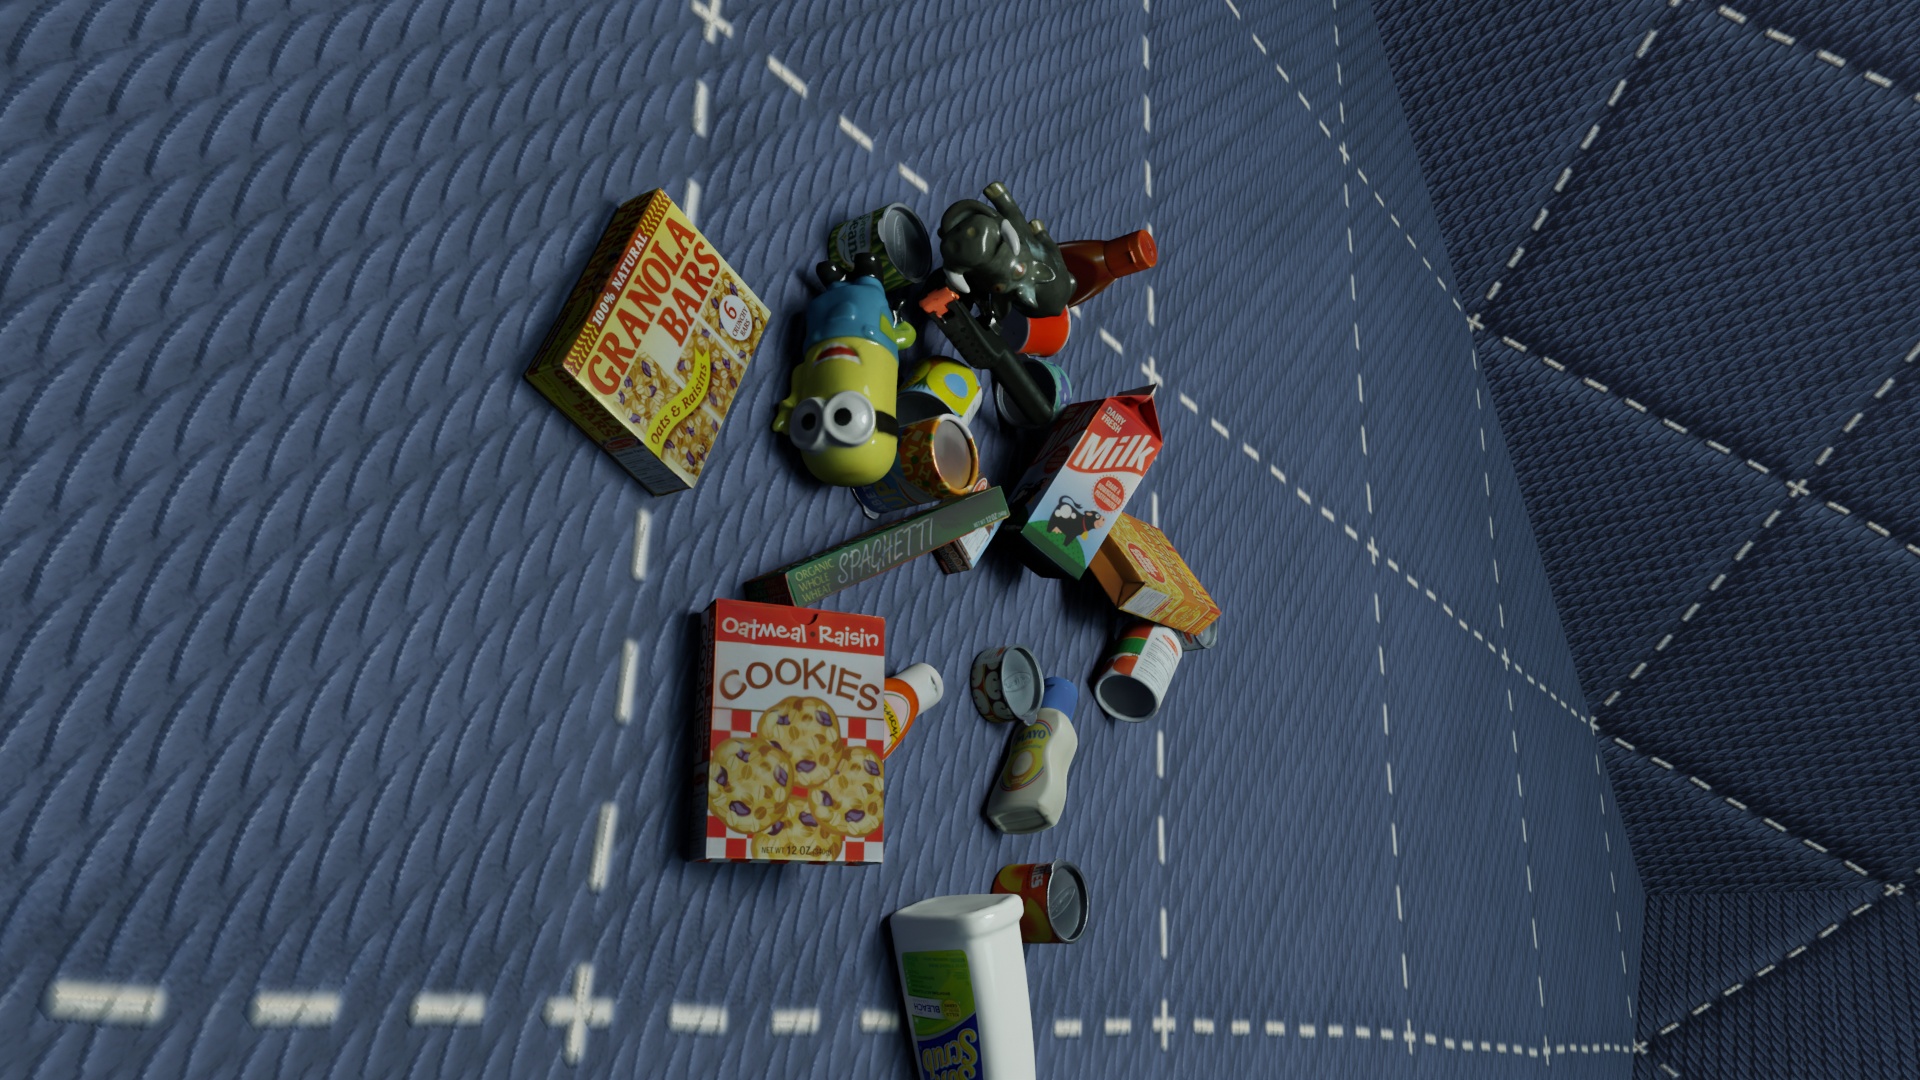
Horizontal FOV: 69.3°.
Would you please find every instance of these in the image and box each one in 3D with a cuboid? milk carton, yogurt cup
[{"bbox_3d":[0.113,-0.063,1.248,0.073,0.072,0.191,38,74,-20],"label":"milk carton"},{"bbox_3d":[0.062,-0.204,1.305,0.054,0.072,0.072,-15,92,-44],"label":"yogurt cup"}]

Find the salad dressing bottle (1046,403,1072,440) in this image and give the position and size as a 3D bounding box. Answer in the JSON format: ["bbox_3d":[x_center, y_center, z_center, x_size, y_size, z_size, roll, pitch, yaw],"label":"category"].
[{"bbox_3d":[0.101,-0.053,1.309,0.064,0.044,0.148,25,75,-40],"label":"salad dressing bottle"}]

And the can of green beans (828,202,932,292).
[{"bbox_3d":[-0.065,-0.236,1.136,0.071,0.057,0.071,22,62,-51],"label":"can of green beans"}]

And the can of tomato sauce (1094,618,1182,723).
[{"bbox_3d":[0.173,0.129,1.364,0.071,0.071,0.083,61,38,-24],"label":"can of tomato sauce"}]

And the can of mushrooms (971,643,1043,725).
[{"bbox_3d":[0.041,0.126,1.198,0.071,0.033,0.071,24,60,-51],"label":"can of mushrooms"}]

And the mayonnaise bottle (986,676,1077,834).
[{"bbox_3d":[0.069,0.183,1.199,0.041,0.064,0.149,52,37,-27],"label":"mayonnaise bottle"}]

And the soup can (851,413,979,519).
[{"bbox_3d":[-0.037,-0.057,1.097,0.071,0.083,0.071,22,63,-51],"label":"soup can"}]

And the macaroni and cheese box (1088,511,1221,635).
[{"bbox_3d":[0.176,0.025,1.374,0.166,0.040,0.124,21,31,-52],"label":"macaroni and cheese box"}]

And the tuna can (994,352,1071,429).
[{"bbox_3d":[0.068,-0.138,1.292,0.033,0.071,0.071,-4,83,-57],"label":"tuna can"}]

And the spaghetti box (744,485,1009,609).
[{"bbox_3d":[-0.057,0.005,1.051,0.251,0.050,0.028,-24,98,-48],"label":"spaghetti box"}]

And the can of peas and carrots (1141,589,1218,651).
[{"bbox_3d":[0.233,0.085,1.468,0.071,0.058,0.071,24,60,-51],"label":"can of peas and carrots"}]

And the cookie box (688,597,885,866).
[{"bbox_3d":[-0.112,0.129,0.924,0.123,0.040,0.168,8,71,-27],"label":"cookie box"}]

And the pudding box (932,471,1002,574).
[{"bbox_3d":[0.004,-0.015,1.192,0.049,0.030,0.084,59,38,-23],"label":"pudding box"}]

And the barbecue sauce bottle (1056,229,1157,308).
[{"bbox_3d":[0.113,-0.257,1.322,0.044,0.148,0.064,-46,117,-51],"label":"barbecue sauce bottle"}]

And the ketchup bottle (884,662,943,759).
[{"bbox_3d":[-0.066,0.132,1.031,0.149,0.043,0.064,-28,100,-56],"label":"ketchup bottle"}]

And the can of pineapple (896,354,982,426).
[{"bbox_3d":[-0.023,-0.113,1.153,0.070,0.071,0.058,58,38,-27],"label":"can of pineapple"}]

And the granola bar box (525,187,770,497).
[{"bbox_3d":[-0.202,-0.131,0.921,0.124,0.039,0.166,48,44,-37],"label":"granola bar box"}]

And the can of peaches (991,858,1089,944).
[{"bbox_3d":[0.066,0.300,1.157,0.071,0.058,0.071,22,62,-50],"label":"can of peaches"}]

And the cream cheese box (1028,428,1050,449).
[{"bbox_3d":[0.101,-0.099,1.365,0.103,0.024,0.054,54,40,-31],"label":"cream cheese box"}]
